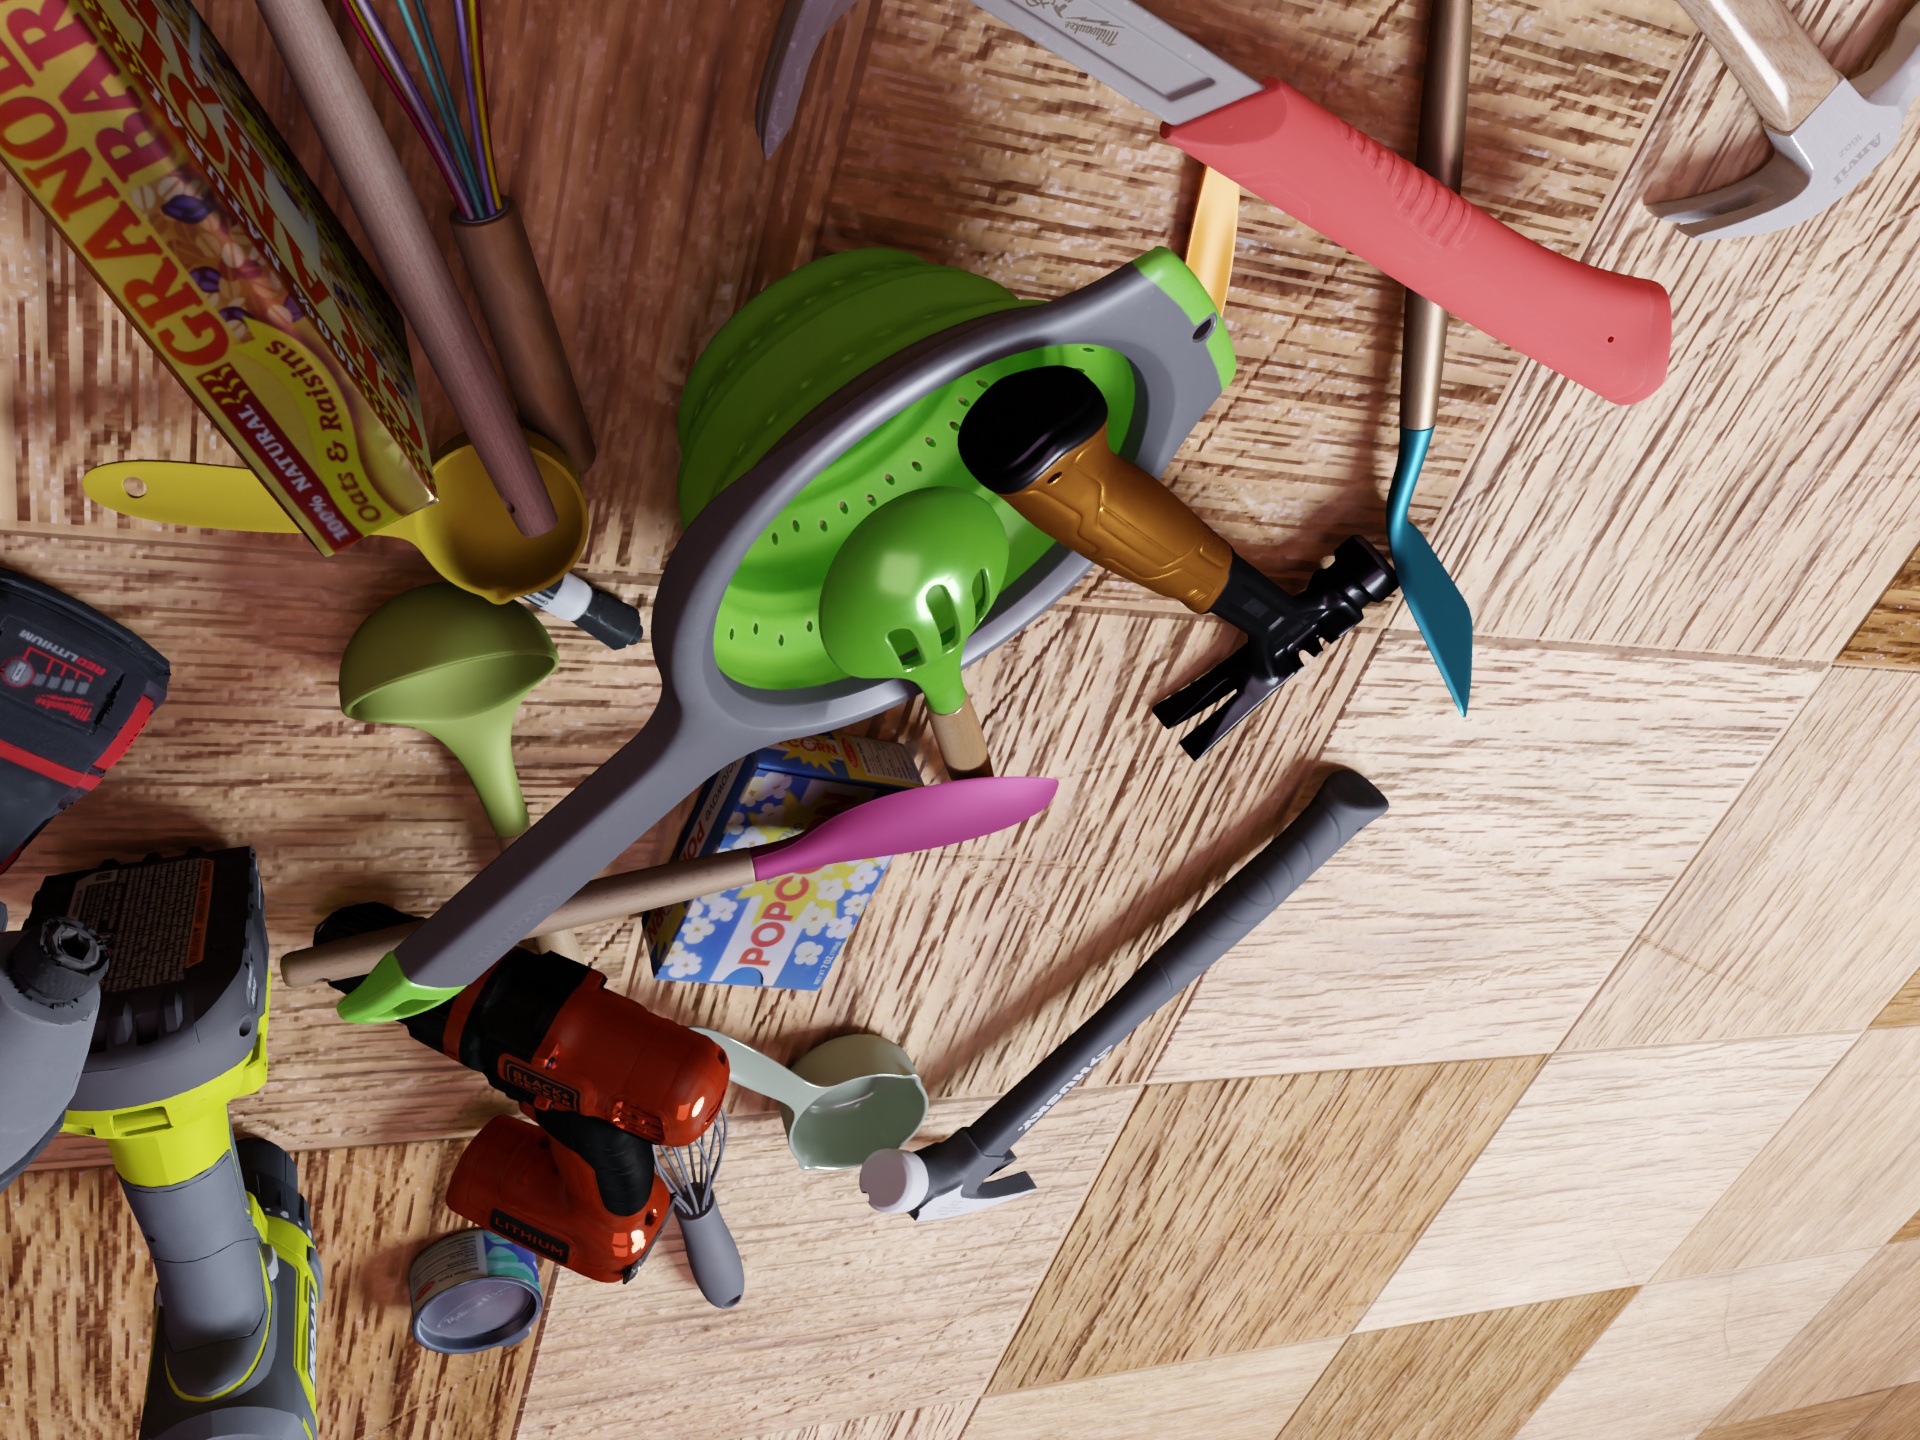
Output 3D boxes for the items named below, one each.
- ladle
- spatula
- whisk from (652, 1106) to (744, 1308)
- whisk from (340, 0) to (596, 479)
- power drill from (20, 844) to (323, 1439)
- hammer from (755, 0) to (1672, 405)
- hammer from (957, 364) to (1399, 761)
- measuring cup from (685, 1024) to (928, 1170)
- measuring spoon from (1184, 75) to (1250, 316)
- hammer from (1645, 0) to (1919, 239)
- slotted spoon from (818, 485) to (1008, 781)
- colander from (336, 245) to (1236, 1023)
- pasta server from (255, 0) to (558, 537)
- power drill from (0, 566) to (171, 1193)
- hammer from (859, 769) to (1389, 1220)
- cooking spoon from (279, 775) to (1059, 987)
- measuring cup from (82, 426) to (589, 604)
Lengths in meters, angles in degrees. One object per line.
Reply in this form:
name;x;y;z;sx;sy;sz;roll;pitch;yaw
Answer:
ladle;-0.179;0.070;0.665;0.078;0.062;0.319;-16;135;-12
spatula;0.203;-0.147;0.658;0.044;0.082;0.317;6;130;17
whisk;-0.140;0.255;0.848;0.055;0.055;0.238;-15;137;-12
whisk;-0.148;-0.175;0.482;0.047;0.051;0.244;-22;137;-13
power drill;-0.299;0.169;0.626;0.080;0.191;0.228;-8;116;-18
hammer;0.113;-0.188;0.556;0.358;0.037;0.149;20;121;-27
hammer;0.079;-0.055;0.598;0.127;0.034;0.336;-42;157;14
measuring cup;-0.086;0.177;0.810;0.083;0.038;0.167;-41;130;12
measuring spoon;0.094;-0.188;0.603;0.021;0.011;0.116;-12;135;-15
hammer;0.256;-0.288;0.575;0.331;0.031;0.130;25;114;-37
slotted spoon;-0.001;-0.002;0.614;0.070;0.031;0.313;-36;162;-7
colander;-0.090;-0.040;0.562;0.397;0.095;0.204;-40;160;11
pasta server;-0.184;-0.181;0.431;0.040;0.060;0.316;-41;131;-28
power drill;-0.304;0.054;0.479;0.143;0.220;0.078;-42;132;13
hammer;0.098;0.150;0.854;0.335;0.035;0.146;-45;151;8
cooking spoon;-0.111;0.065;0.651;0.319;0.017;0.068;-12;158;-12
measuring cup;-0.204;-0.076;0.530;0.156;0.029;0.062;4;119;-13
